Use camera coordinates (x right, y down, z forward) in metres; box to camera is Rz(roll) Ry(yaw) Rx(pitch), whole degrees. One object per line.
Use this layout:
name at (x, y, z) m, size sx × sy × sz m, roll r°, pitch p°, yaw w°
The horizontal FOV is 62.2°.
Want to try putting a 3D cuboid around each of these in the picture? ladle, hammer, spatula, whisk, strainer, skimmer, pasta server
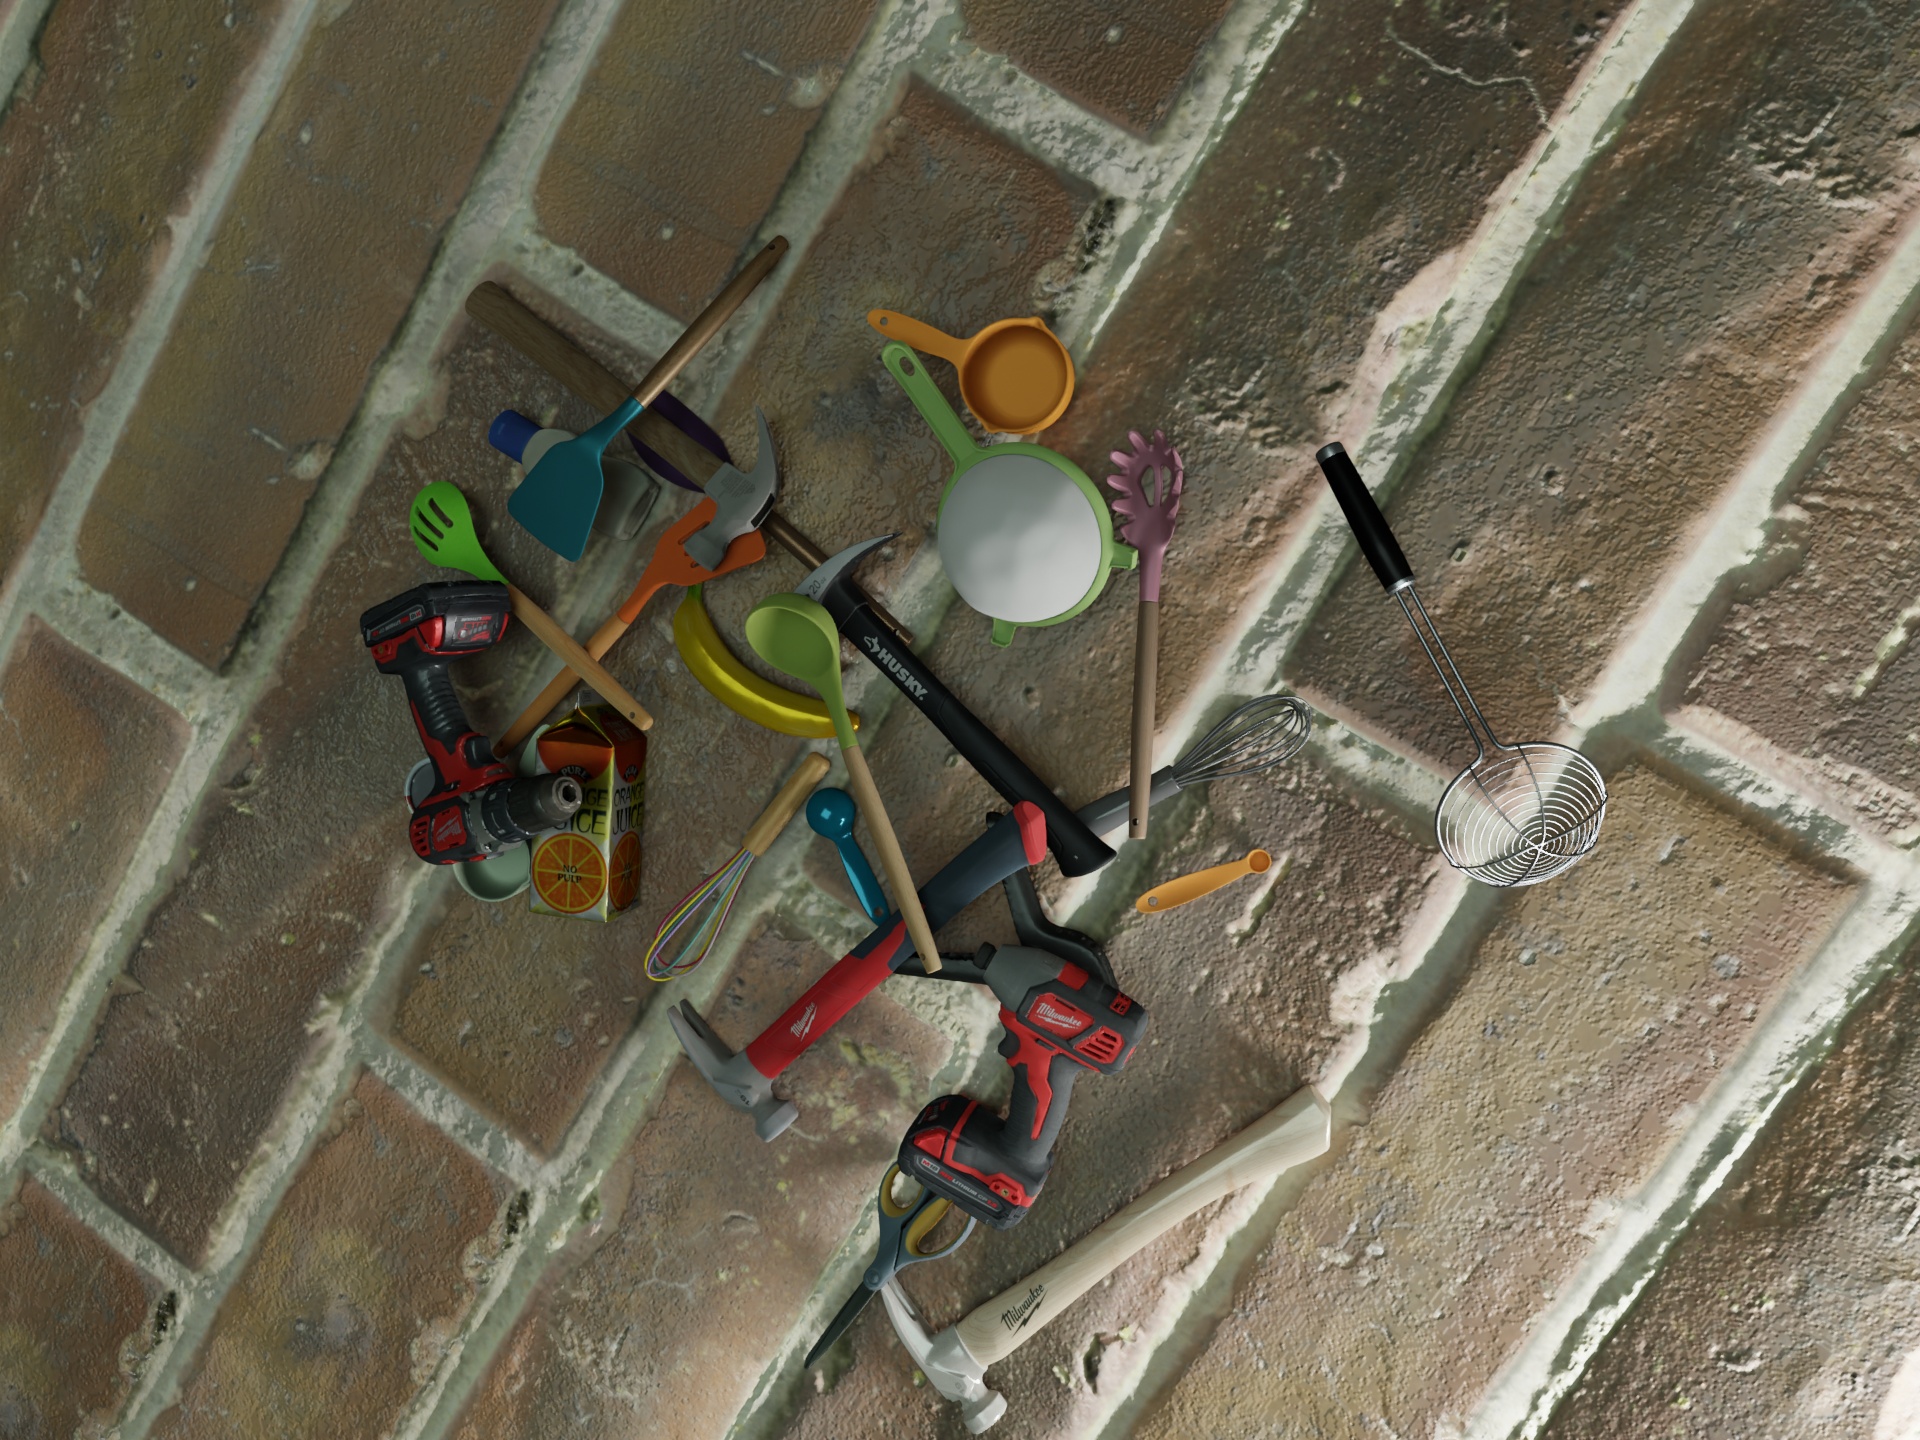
ladle at (-0.086, 0.049, 1.243) m, size 0.078 × 0.062 × 0.320 m, roll -28°, pitch 81°, yaw 45°
hammer at (0.124, 0.417, 1.302) m, size 0.410 × 0.038 × 0.146 m, roll -39°, pitch 84°, yaw 13°
hammer at (-0.081, 0.184, 1.297) m, size 0.386 × 0.038 × 0.143 m, roll -44°, pitch 83°, yaw 22°
hammer at (-0.285, -0.267, 1.325) m, size 0.331 × 0.031 × 0.130 m, roll 38°, pitch 81°, yaw 14°
spatula at (-0.160, -0.165, 1.327) m, size 0.316 × 0.018 × 0.060 m, roll 41°, pitch 96°, yaw 8°
whisk at (0.170, 0.047, 1.258) m, size 0.239 × 0.055 × 0.055 m, roll -29°, pitch 88°, yaw 18°
strainer at (0.008, -0.177, 1.223) m, size 0.151 × 0.069 × 0.256 m, roll -31°, pitch 98°, yaw 35°
whisk at (-0.189, 0.126, 1.351) m, size 0.047 × 0.051 × 0.245 m, roll 36°, pitch 98°, yaw -18°
skimmer at (0.364, -0.045, 1.212) m, size 0.127 × 0.090 × 0.363 m, roll -28°, pitch 78°, yaw 14°
spatula at (-0.244, -0.273, 1.291) m, size 0.082 × 0.044 × 0.317 m, roll 37°, pitch 80°, yaw 15°
pasta server at (0.142, -0.066, 1.237) m, size 0.060 × 0.040 × 0.316 m, roll 2°, pitch 87°, yaw 29°
spatula at (-0.293, -0.070, 1.350) m, size 0.322 × 0.041 × 0.081 m, roll -42°, pitch 63°, yaw 22°
hammer at (-0.002, -0.004, 1.270) m, size 0.335 × 0.035 × 0.146 m, roll 45°, pitch 116°, yaw 8°

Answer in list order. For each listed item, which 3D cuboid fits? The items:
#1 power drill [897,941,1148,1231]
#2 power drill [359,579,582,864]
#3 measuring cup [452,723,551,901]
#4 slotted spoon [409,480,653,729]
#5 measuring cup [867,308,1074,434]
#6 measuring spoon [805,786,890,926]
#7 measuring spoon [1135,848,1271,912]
power drill at (0.041, 0.282, 1.265) m, size 0.143 × 0.078 × 0.219 m, roll 30°, pitch 112°, yaw 8°
power drill at (-0.399, 0.001, 1.309) m, size 0.188 × 0.080 × 0.227 m, roll -16°, pitch 86°, yaw 37°
measuring cup at (-0.385, 0.078, 1.390) m, size 0.083 × 0.038 × 0.167 m, roll 27°, pitch 98°, yaw 10°
slotted spoon at (-0.369, -0.096, 1.348) m, size 0.314 × 0.031 × 0.070 m, roll 42°, pitch 111°, yaw 16°
measuring cup at (0.009, -0.287, 1.262) m, size 0.174 × 0.052 × 0.095 m, roll 25°, pitch 100°, yaw 12°
measuring spoon at (-0.088, 0.115, 1.326) m, size 0.042 × 0.021 × 0.128 m, roll -26°, pitch 93°, yaw -16°
measuring spoon at (0.194, 0.129, 1.276) m, size 0.117 × 0.011 × 0.021 m, roll -24°, pitch 89°, yaw 17°
